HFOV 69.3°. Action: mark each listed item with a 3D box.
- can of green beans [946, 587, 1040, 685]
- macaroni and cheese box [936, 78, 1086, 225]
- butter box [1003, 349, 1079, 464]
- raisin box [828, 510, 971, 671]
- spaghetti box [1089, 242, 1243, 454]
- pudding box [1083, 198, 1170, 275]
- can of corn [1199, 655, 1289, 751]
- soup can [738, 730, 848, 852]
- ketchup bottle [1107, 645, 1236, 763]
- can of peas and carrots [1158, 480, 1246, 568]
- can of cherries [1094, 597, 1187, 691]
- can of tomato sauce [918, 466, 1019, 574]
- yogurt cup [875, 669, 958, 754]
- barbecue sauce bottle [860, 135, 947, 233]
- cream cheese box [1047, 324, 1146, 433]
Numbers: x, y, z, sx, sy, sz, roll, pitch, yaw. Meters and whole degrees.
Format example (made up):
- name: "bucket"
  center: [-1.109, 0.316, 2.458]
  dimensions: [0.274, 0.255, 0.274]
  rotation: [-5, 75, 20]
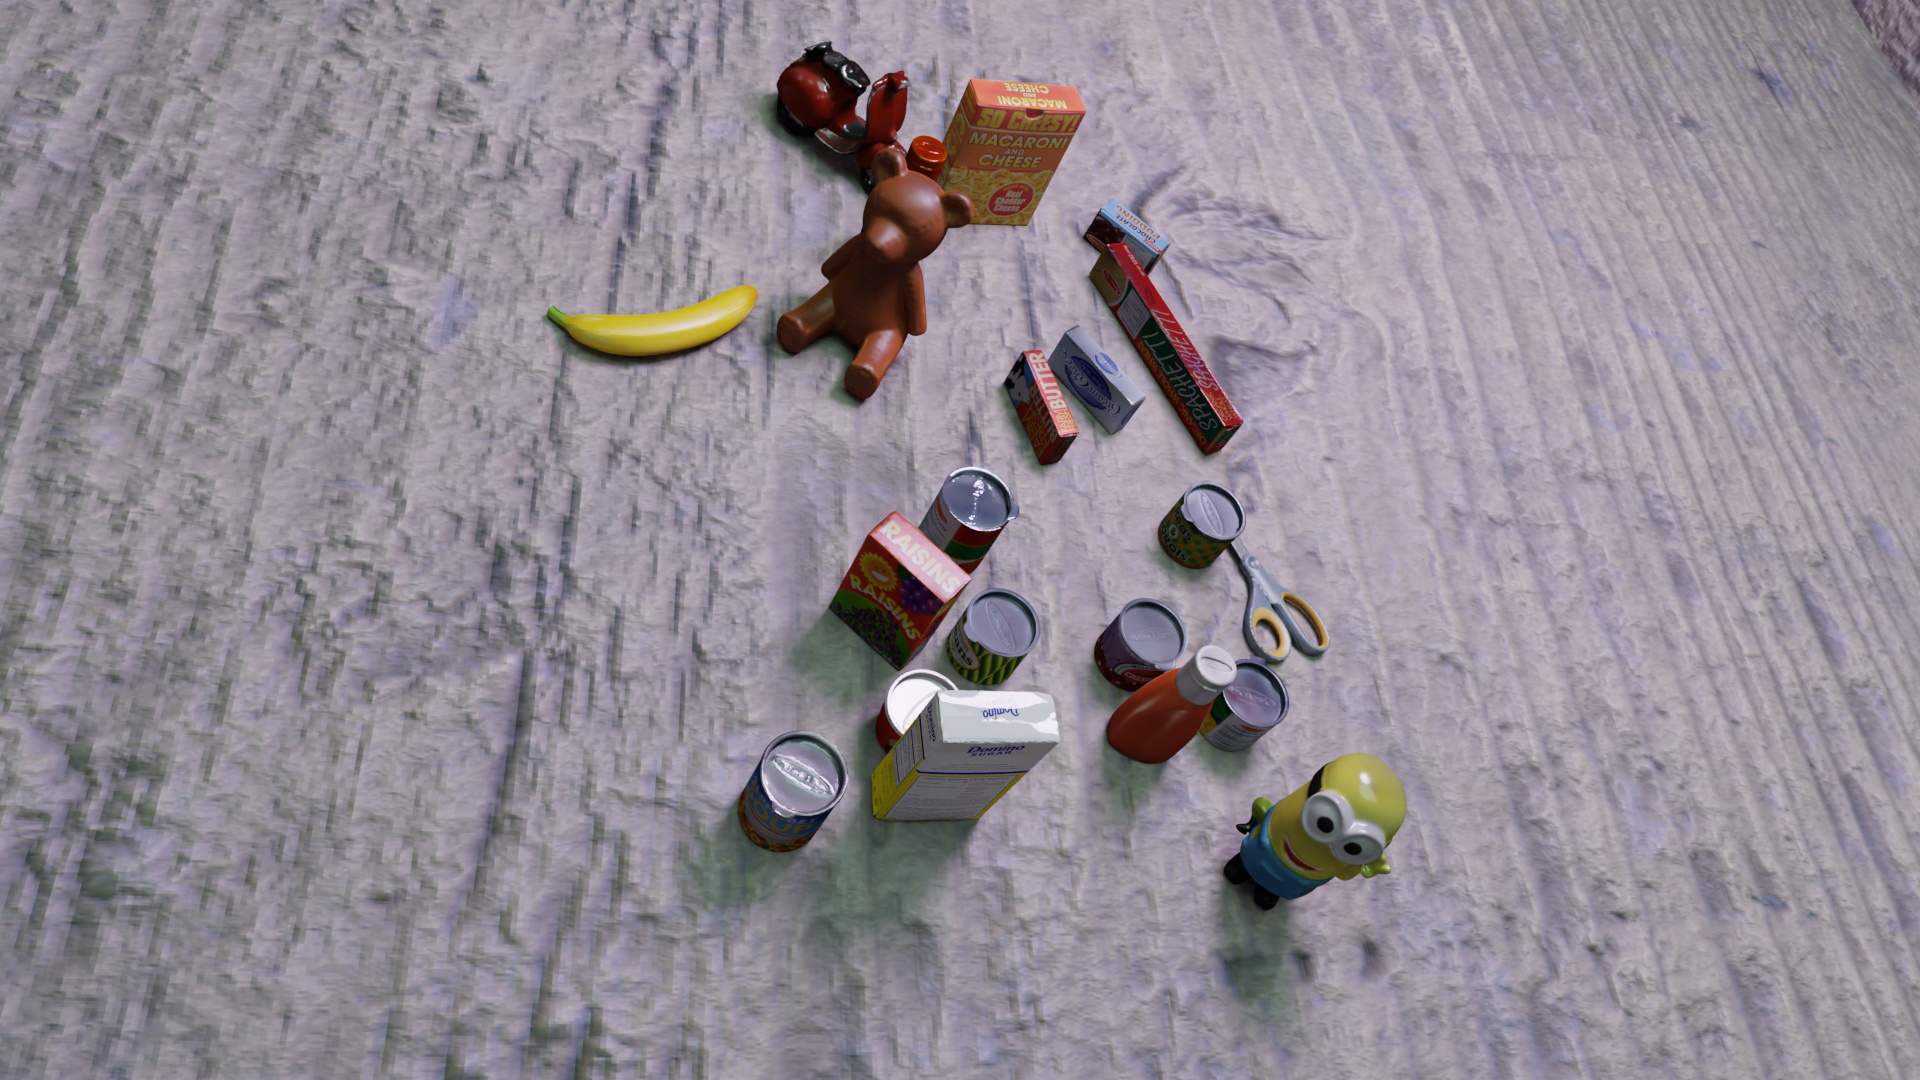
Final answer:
- name: "can of green beans"
  center: [0.027, 0.083, 1.191]
  dimensions: [0.071, 0.057, 0.071]
  rotation: [11, 55, -16]
- name: "macaroni and cheese box"
  center: [0.042, -0.399, 1.444]
  dimensions: [0.124, 0.165, 0.040]
  rotation: [-5, 61, -25]
- name: "butter box"
  center: [0.079, -0.130, 1.355]
  dimensions: [0.024, 0.052, 0.104]
  rotation: [-9, 63, -27]
- name: "raisin box"
  center: [-0.051, 0.043, 1.144]
  dimensions: [0.086, 0.122, 0.040]
  rotation: [42, 53, 8]
- name: "spaghetti box"
  center: [0.214, -0.204, 1.460]
  dimensions: [0.029, 0.050, 0.250]
  rotation: [-16, 66, -30]
- name: "pudding box"
  center: [0.183, -0.331, 1.531]
  dimensions: [0.084, 0.049, 0.030]
  rotation: [39, 53, 5]
- name: "can of corn"
  center: [0.250, 0.146, 1.241]
  dimensions: [0.071, 0.058, 0.071]
  rotation: [11, 55, -16]
- name: "soup can"
  center: [-0.128, 0.191, 1.040]
  dimensions: [0.071, 0.083, 0.072]
  rotation: [11, 55, -16]
- name: "ketchup bottle"
  center: [0.180, 0.137, 1.161]
  dimensions: [0.065, 0.148, 0.044]
  rotation: [19, 54, -10]
- name: "can of peas and carrots"
  center: [0.230, -0.014, 1.337]
  dimensions: [0.071, 0.058, 0.071]
  rotation: [11, 55, -16]
- name: "can of cherries"
  center: [0.160, 0.096, 1.237]
  dimensions: [0.071, 0.058, 0.072]
  rotation: [11, 55, -16]
- name: "can of tomato sauce"
  center: [0.004, -0.015, 1.230]
  dimensions: [0.071, 0.082, 0.071]
  rotation: [11, 55, -16]
- name: "yogurt cup"
  center: [-0.036, 0.145, 1.127]
  dimensions: [0.072, 0.053, 0.073]
  rotation: [11, 55, -16]
- name: "barbecue sauce bottle"
  center: [-0.053, -0.333, 1.373]
  dimensions: [0.065, 0.147, 0.044]
  rotation: [14, 55, -14]
- name: "cream cheese box"
  center: [0.136, -0.162, 1.398]
  dimensions: [0.024, 0.053, 0.104]
  rotation: [-32, 75, -35]
